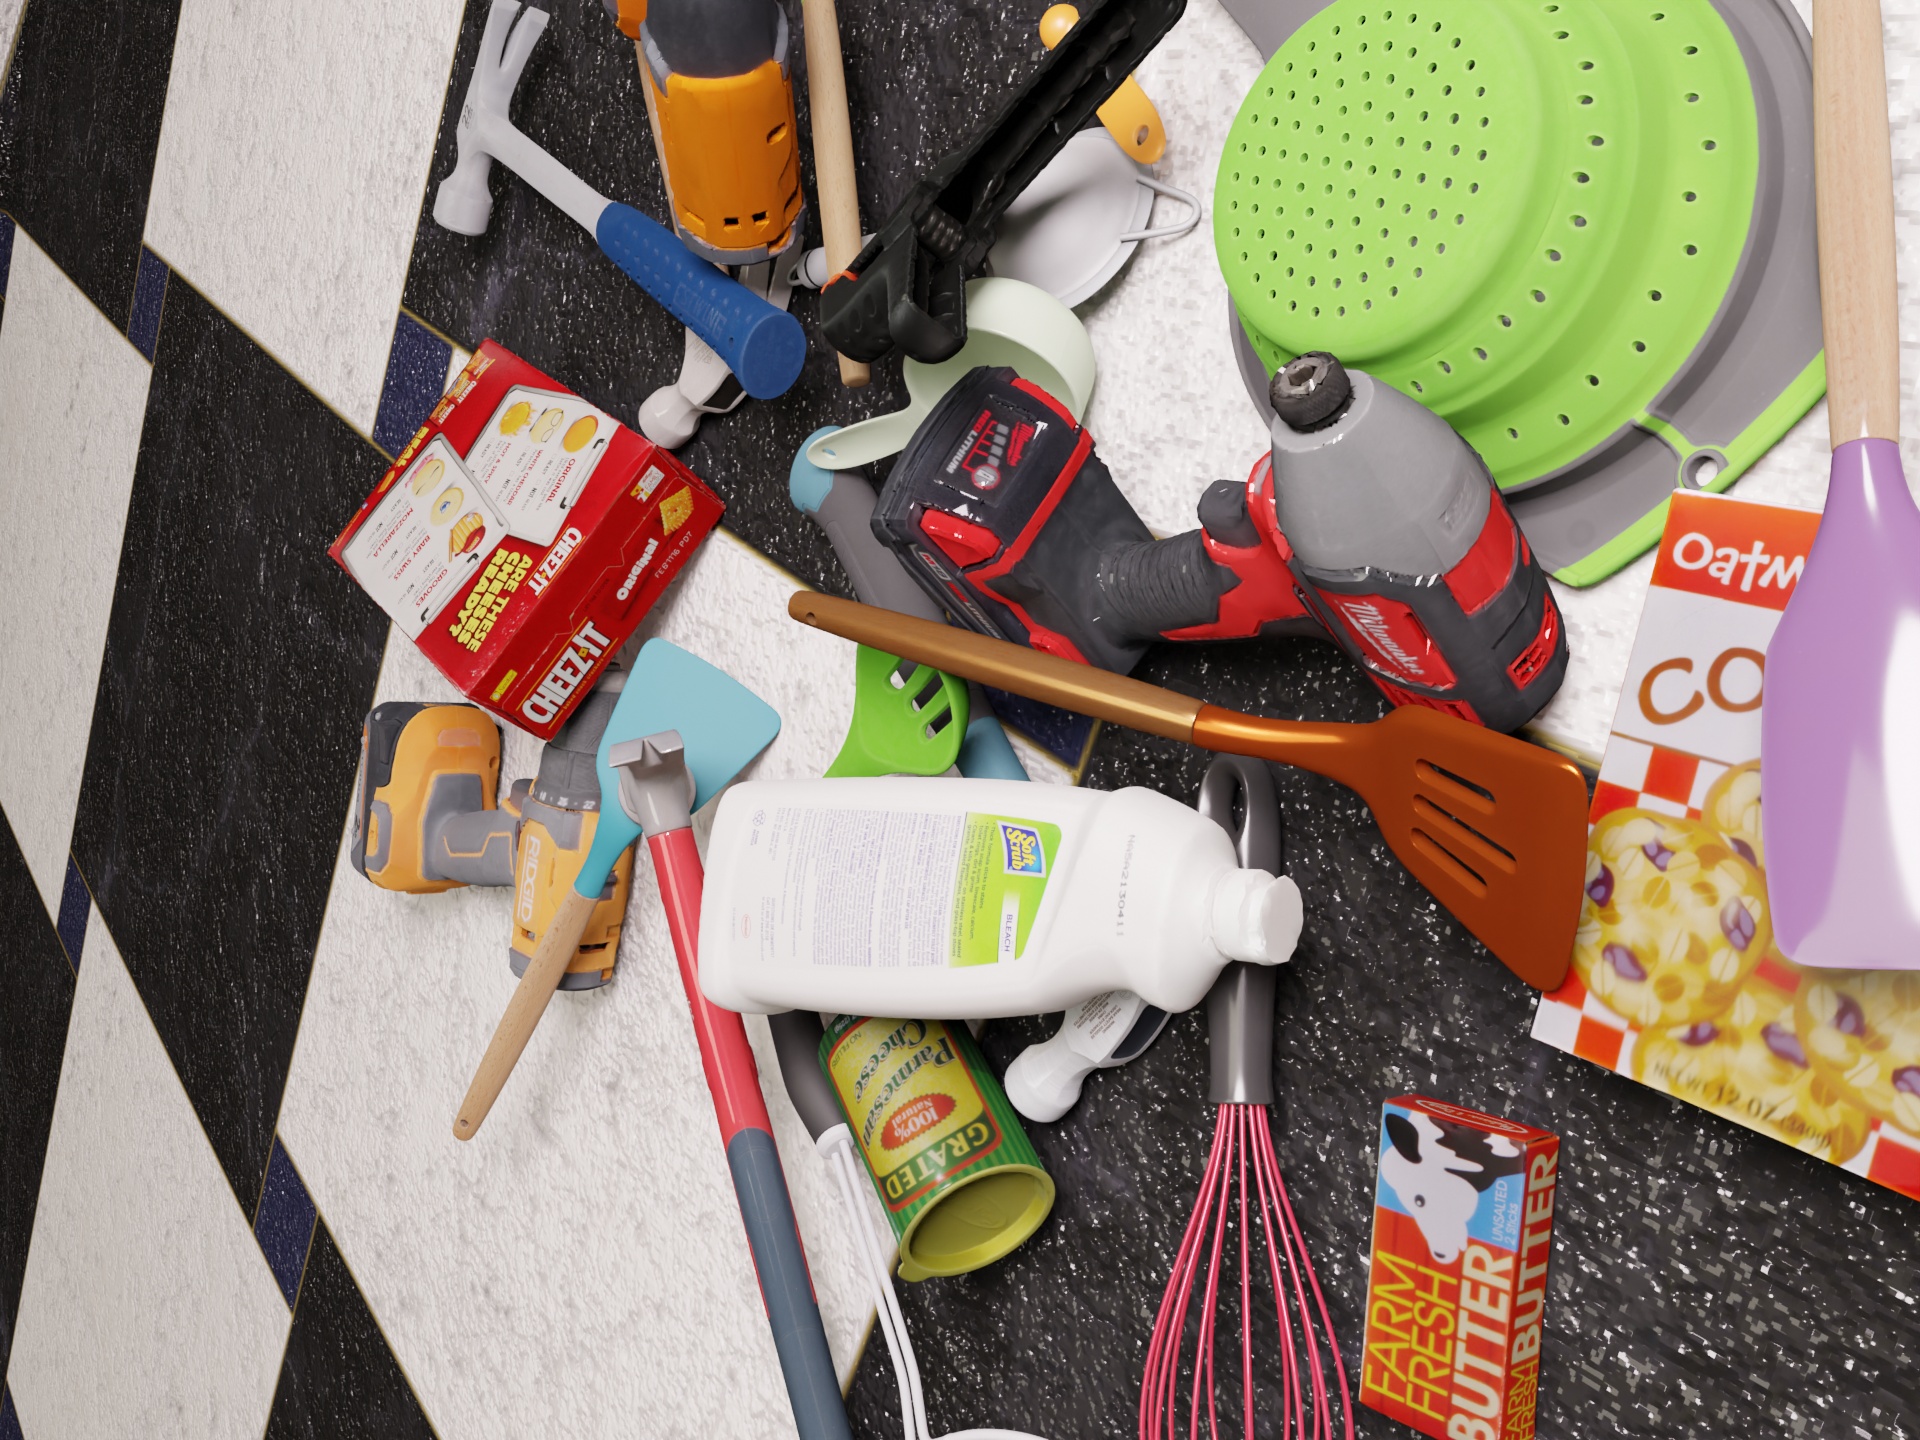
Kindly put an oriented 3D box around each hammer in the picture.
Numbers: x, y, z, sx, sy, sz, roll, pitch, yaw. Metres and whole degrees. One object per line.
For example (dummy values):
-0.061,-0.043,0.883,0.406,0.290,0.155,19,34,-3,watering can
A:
-0.001,-0.002,0.693,0.128,0.033,0.331,-51,54,34,hammer
-0.194,-0.278,0.864,0.406,0.035,0.144,44,120,41,hammer
-0.154,-0.325,0.873,0.130,0.031,0.331,-28,68,44,hammer
-0.094,0.194,0.716,0.143,0.038,0.386,139,115,-78,hammer

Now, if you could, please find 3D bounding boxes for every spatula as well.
-0.204,0.107,0.852,0.082,0.044,0.317,32,112,2,spatula
0.057,-0.001,0.543,0.323,0.041,0.081,18,128,34,spatula
0.235,-0.094,0.410,0.060,0.018,0.316,-7,70,40,spatula

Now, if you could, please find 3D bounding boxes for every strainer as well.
-0.006,-0.215,0.705,0.258,0.050,0.087,7,77,50,strainer

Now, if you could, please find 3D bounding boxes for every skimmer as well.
-0.013,0.238,0.698,0.127,0.090,0.364,-54,42,30,skimmer

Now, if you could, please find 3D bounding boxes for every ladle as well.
-0.052,-0.305,0.736,0.078,0.062,0.320,-22,71,55,ladle

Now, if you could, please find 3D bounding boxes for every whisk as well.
0.099,0.155,0.564,0.073,0.073,0.296,-10,75,46,whisk

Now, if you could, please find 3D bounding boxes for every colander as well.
0.114,-0.225,0.534,0.204,0.094,0.397,-48,56,34,colander

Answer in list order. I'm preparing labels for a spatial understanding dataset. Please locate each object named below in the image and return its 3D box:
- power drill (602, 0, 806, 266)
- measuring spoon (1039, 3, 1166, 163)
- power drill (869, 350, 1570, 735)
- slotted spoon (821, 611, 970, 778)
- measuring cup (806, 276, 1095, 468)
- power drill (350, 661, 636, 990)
-0.124,-0.345,0.738,0.164,0.084,0.227,90,166,-55,power drill
0.056,-0.261,0.648,0.021,0.011,0.117,-51,45,31,measuring spoon
0.079,-0.063,0.532,0.220,0.143,0.078,11,62,48,power drill
-0.073,0.045,0.739,0.070,0.031,0.313,58,139,12,slotted spoon
-0.011,-0.142,0.684,0.167,0.083,0.038,-9,51,50,measuring cup
-0.272,0.042,0.949,0.226,0.084,0.185,15,100,42,power drill
